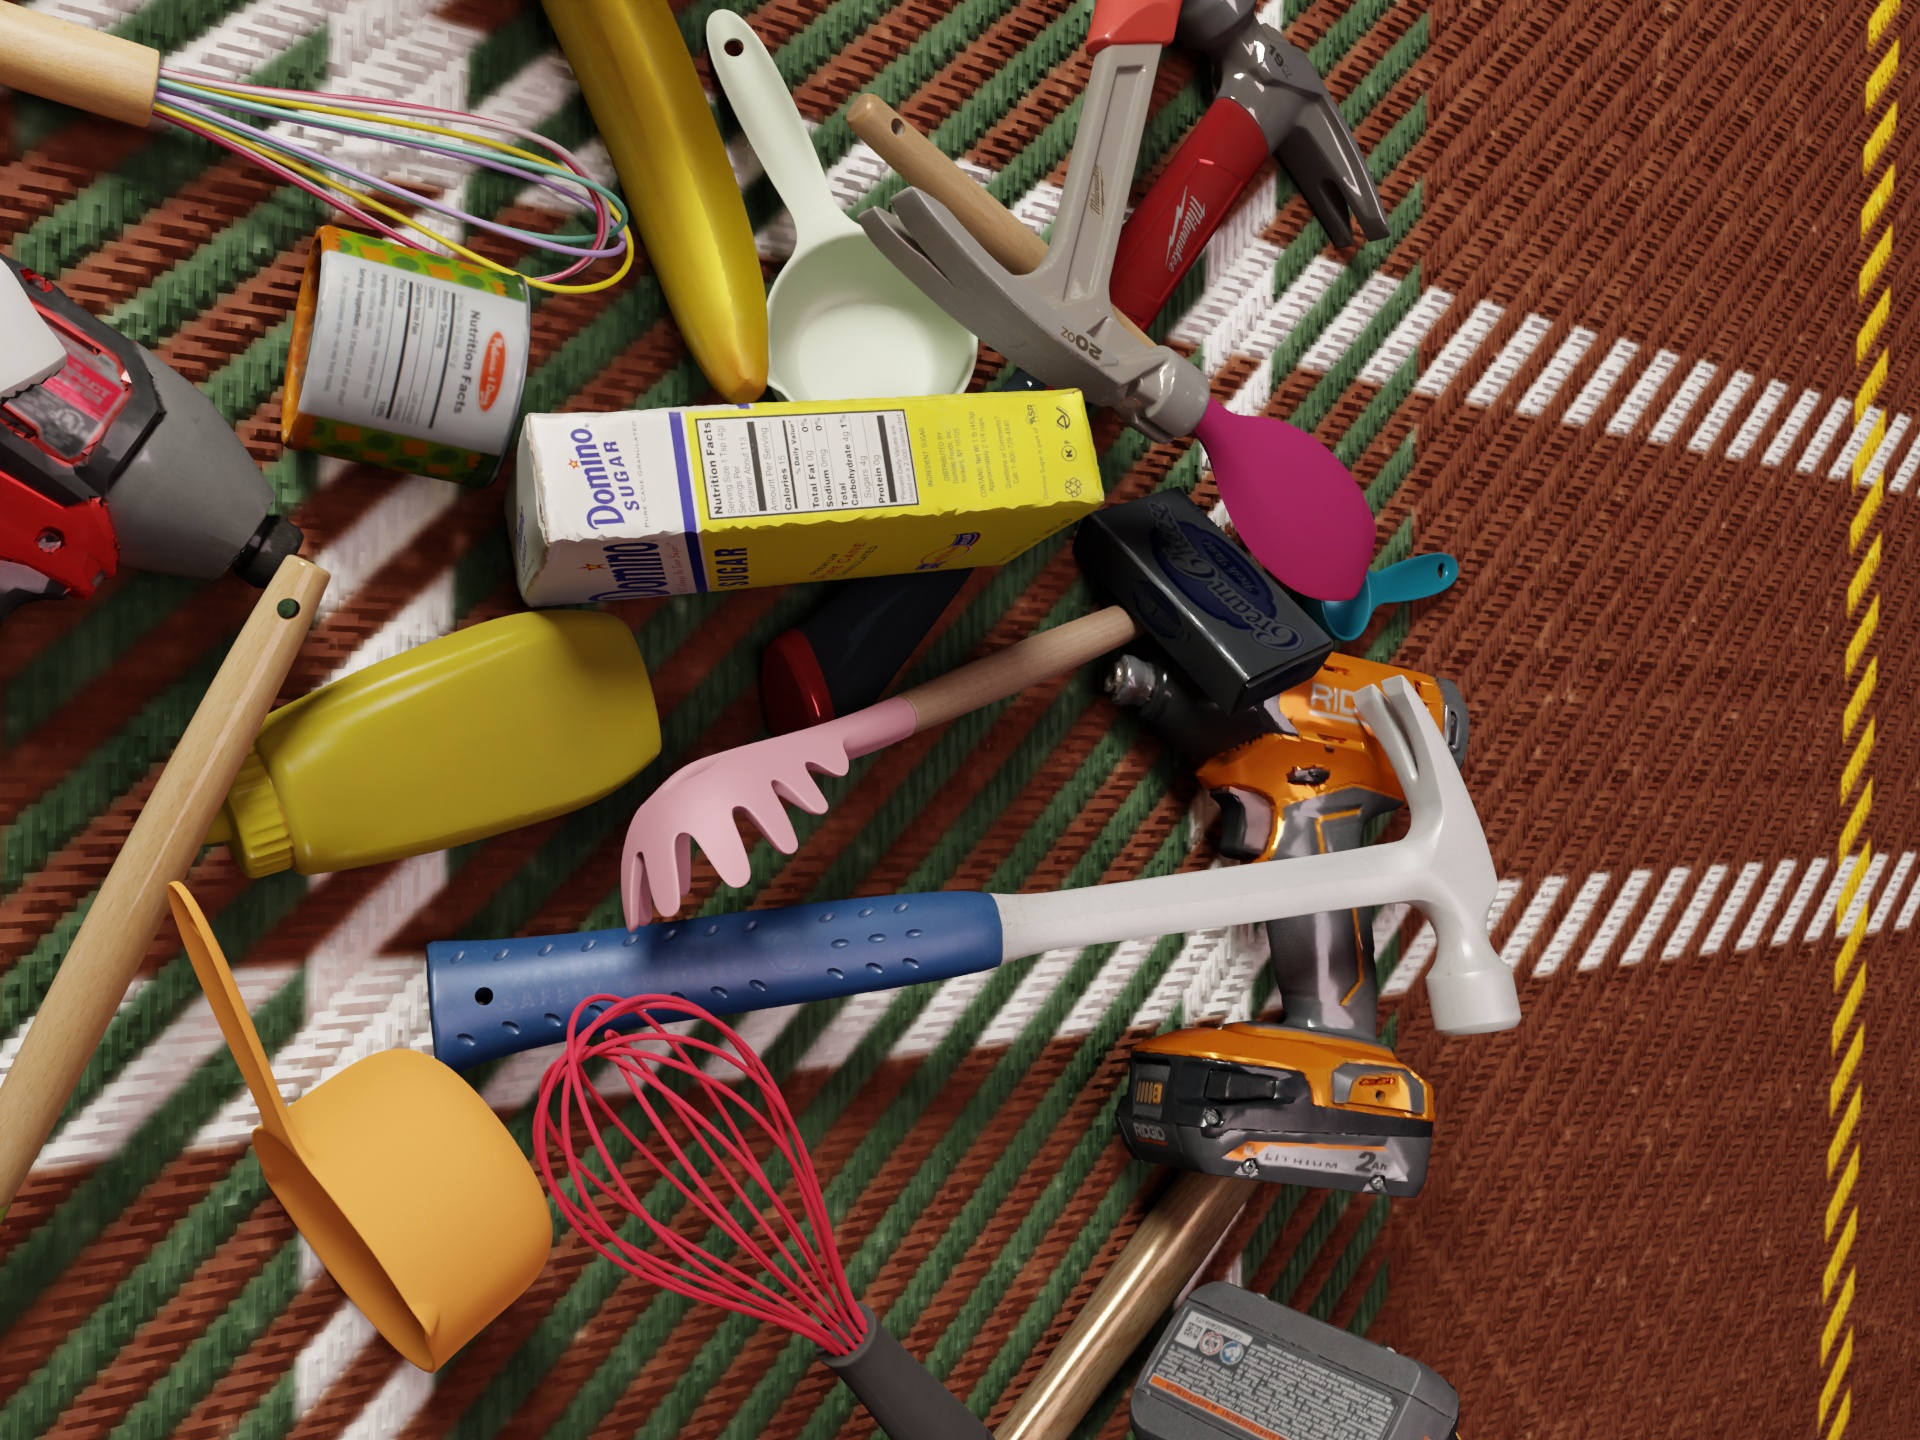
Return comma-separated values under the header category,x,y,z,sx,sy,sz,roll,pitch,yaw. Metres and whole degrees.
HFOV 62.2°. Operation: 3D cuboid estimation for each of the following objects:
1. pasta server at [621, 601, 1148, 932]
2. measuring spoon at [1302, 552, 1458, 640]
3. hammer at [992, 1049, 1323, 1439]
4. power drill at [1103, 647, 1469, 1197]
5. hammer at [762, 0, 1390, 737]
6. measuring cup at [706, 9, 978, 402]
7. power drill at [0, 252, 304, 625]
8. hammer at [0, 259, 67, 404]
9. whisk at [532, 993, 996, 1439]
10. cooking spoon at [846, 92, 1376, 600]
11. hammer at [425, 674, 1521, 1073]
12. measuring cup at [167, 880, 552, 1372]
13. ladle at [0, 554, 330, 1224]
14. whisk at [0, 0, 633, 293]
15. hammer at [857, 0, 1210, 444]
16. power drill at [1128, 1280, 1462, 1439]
category,x,y,z,sx,sy,sz,roll,pitch,yaw
pasta server,-0.001,-0.002,0.580,0.316,0.060,0.040,-24,90,-47
measuring spoon,0.203,-0.066,0.775,0.128,0.021,0.042,-15,99,-44
hammer,0.070,0.253,0.676,0.331,0.031,0.130,-45,115,-26
power drill,0.127,0.076,0.672,0.164,0.084,0.226,12,77,-19
hammer,0.053,-0.132,0.648,0.143,0.038,0.386,46,66,-29
measuring cup,-0.053,-0.174,0.575,0.083,0.038,0.167,-25,87,-10
power drill,-0.275,-0.013,0.398,0.143,0.078,0.220,37,68,-31
hammer,-0.389,-0.033,0.266,0.409,0.036,0.149,-34,121,-18
whisk,-0.048,0.194,0.528,0.073,0.073,0.295,-48,126,-25
cooking spoon,0.075,-0.139,0.629,0.318,0.017,0.069,32,71,-35
hammer,0.021,0.068,0.574,0.405,0.035,0.144,-5,79,-21
measuring cup,-0.168,0.105,0.452,0.052,0.095,0.173,-34,127,-36
ladle,-0.240,0.102,0.409,0.078,0.062,0.320,28,83,-28
whisk,-0.209,-0.172,0.458,0.244,0.051,0.047,9,90,-32
hammer,0.065,-0.292,0.605,0.149,0.037,0.359,27,67,-36
power drill,0.184,0.342,0.648,0.084,0.185,0.226,-50,127,-29
